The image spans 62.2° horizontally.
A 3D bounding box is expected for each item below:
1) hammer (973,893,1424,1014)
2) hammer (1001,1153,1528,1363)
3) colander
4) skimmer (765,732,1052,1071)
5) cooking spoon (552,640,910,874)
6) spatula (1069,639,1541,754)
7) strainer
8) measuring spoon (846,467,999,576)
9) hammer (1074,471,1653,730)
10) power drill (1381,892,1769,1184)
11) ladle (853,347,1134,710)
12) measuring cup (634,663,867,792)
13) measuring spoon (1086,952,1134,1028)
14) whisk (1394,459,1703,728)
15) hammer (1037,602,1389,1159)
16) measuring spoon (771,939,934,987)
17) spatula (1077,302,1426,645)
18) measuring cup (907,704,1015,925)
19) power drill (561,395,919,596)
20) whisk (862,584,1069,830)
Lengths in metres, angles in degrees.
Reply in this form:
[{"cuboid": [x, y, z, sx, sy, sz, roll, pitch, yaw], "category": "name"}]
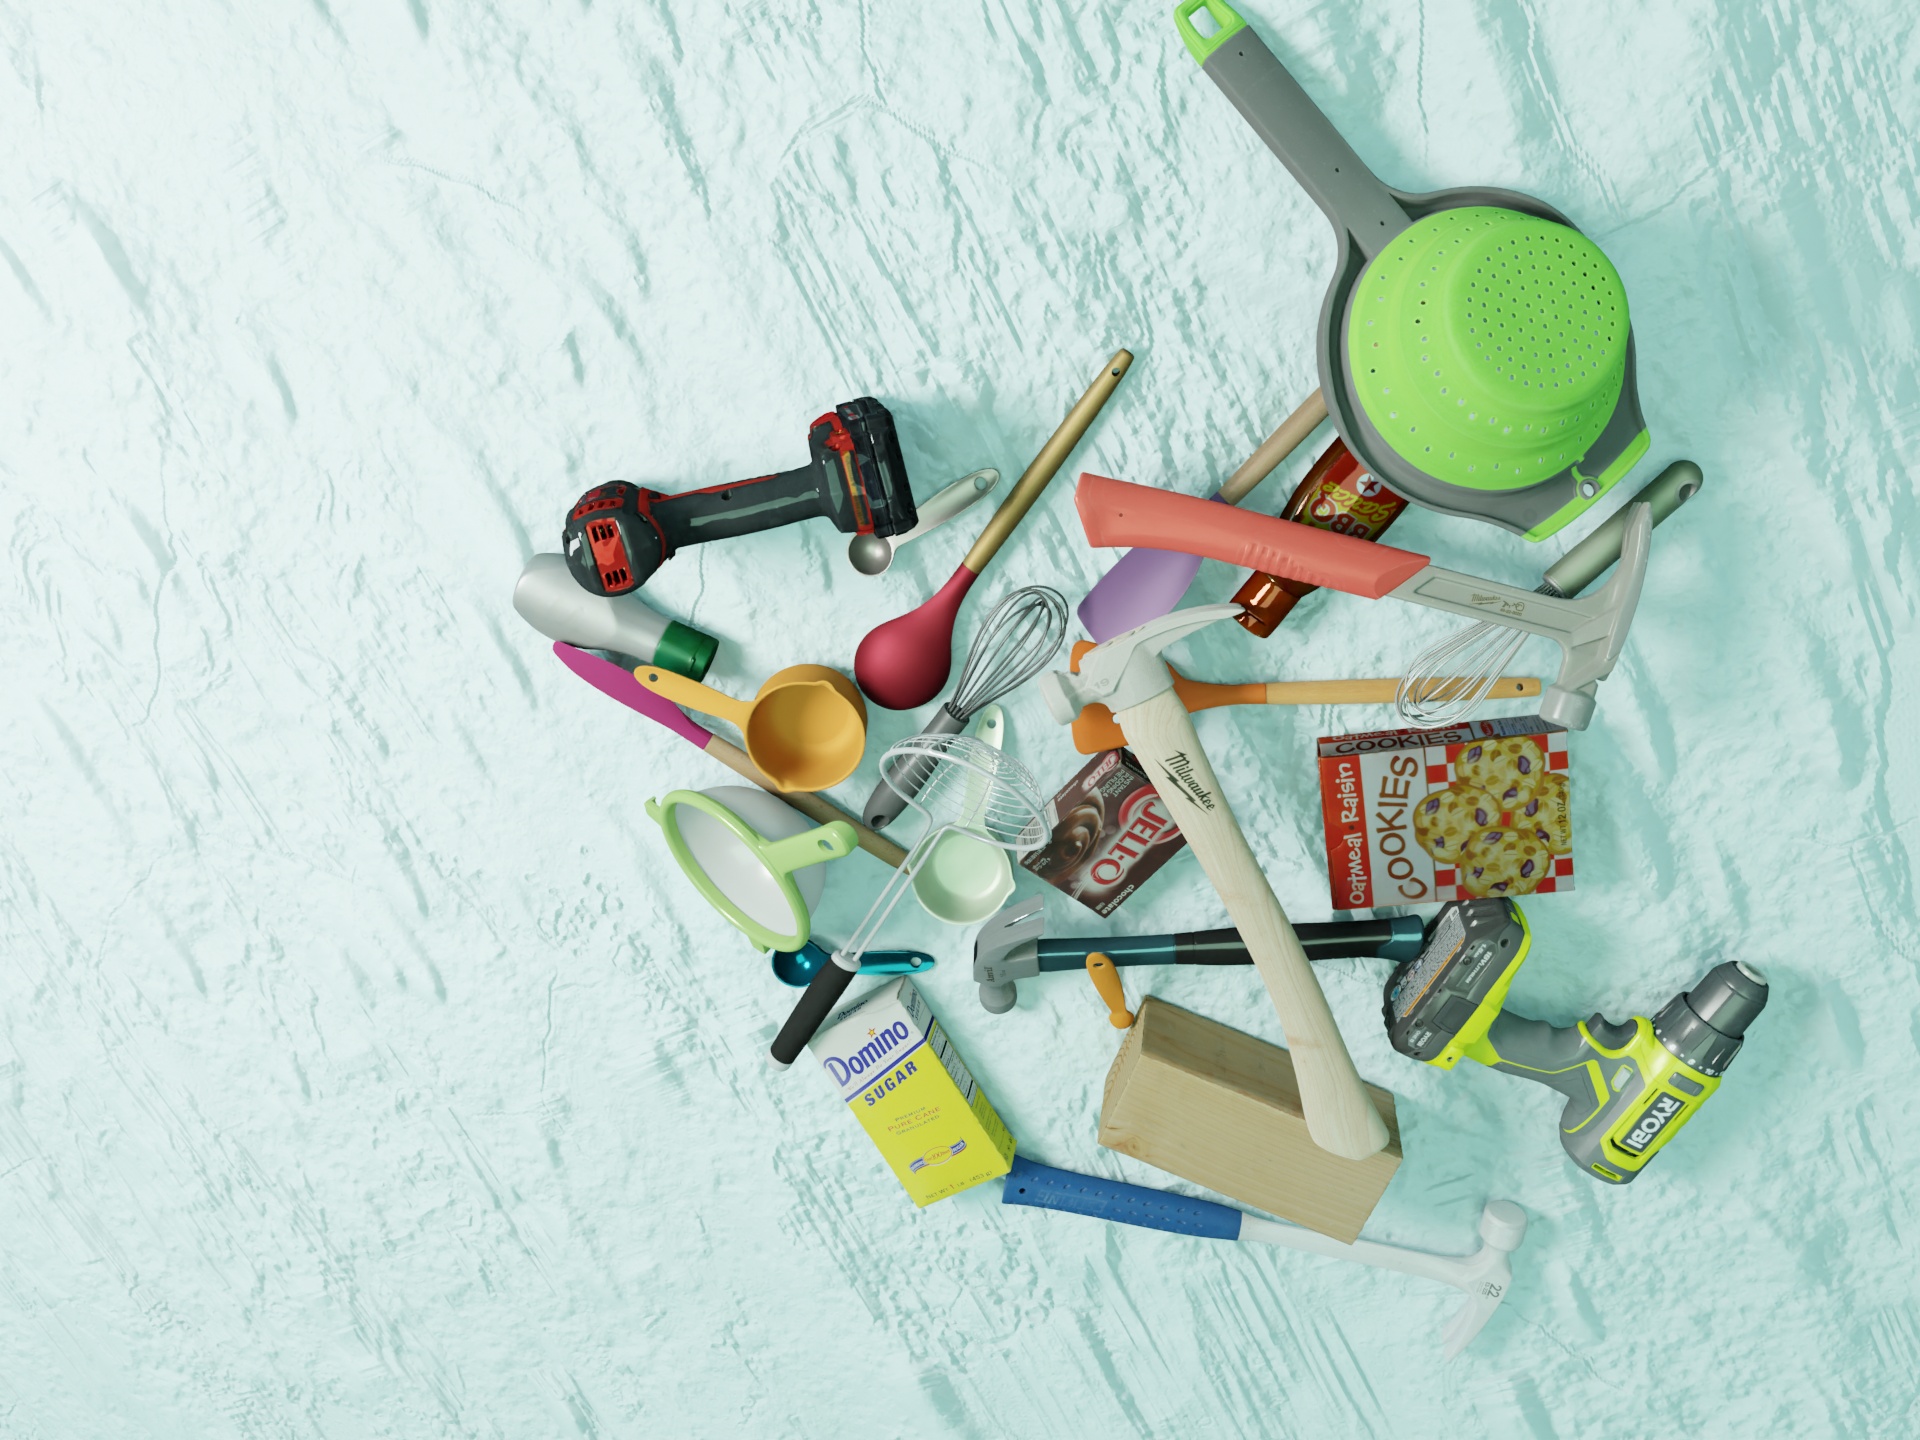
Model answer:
[{"cuboid": [0.173, 0.169, 1.180, 0.331, 0.033, 0.128, -4, 142, 5], "category": "hammer"}, {"cuboid": [0.234, 0.415, 1.282, 0.405, 0.035, 0.144, 10, 112, 5], "category": "hammer"}, {"cuboid": [0.270, -0.290, 0.938, 0.204, 0.094, 0.397, -40, 91, -6], "category": "colander"}, {"cuboid": [-0.061, 0.149, 1.147, 0.127, 0.090, 0.363, 30, 118, -7], "category": "skimmer"}, {"cuboid": [-0.167, 0.030, 1.192, 0.318, 0.069, 0.017, 32, 70, -9], "category": "cooking spoon"}, {"cuboid": [0.238, -0.019, 1.108, 0.322, 0.041, 0.081, -1, 87, 8], "category": "spatula"}, {"cuboid": [-0.123, 0.085, 1.144, 0.151, 0.069, 0.256, 53, 148, -10], "category": "strainer"}, {"cuboid": [-0.025, -0.142, 1.120, 0.124, 0.018, 0.034, -31, 94, 12], "category": "measuring spoon"}, {"cuboid": [0.249, -0.109, 1.016, 0.359, 0.037, 0.149, 15, 98, 2], "category": "hammer"}, {"cuboid": [0.444, 0.215, 1.149, 0.228, 0.080, 0.190, 27, 113, -5], "category": "power drill"}, {"cuboid": [0.023, -0.127, 1.110, 0.069, 0.031, 0.315, 33, 111, -11], "category": "ladle"}, {"cuboid": [-0.150, -0.013, 1.159, 0.173, 0.052, 0.095, 21, 114, -5], "category": "measuring cup"}, {"cuboid": [0.112, 0.204, 1.188, 0.021, 0.011, 0.116, -9, 142, 12], "category": "measuring spoon"}, {"cuboid": [0.386, -0.082, 1.050, 0.246, 0.059, 0.057, -43, 131, 12], "category": "whisk"}, {"cuboid": [0.208, 0.120, 1.100, 0.146, 0.038, 0.410, -26, 100, 9], "category": "hammer"}, {"cuboid": [-0.085, 0.188, 1.258, 0.128, 0.021, 0.042, 0, 107, -1], "category": "measuring spoon"}, {"cuboid": [0.197, -0.165, 1.063, 0.316, 0.018, 0.060, -46, 56, 18], "category": "spatula"}, {"cuboid": [0.011, 0.069, 1.188, 0.083, 0.038, 0.167, 12, 97, 6], "category": "measuring cup"}, {"cuboid": [-0.154, -0.150, 1.069, 0.226, 0.188, 0.080, -16, 109, -5], "category": "power drill"}, {"cuboid": [-0.001, -0.004, 1.151, 0.055, 0.055, 0.239, 36, 116, -6], "category": "whisk"}]
